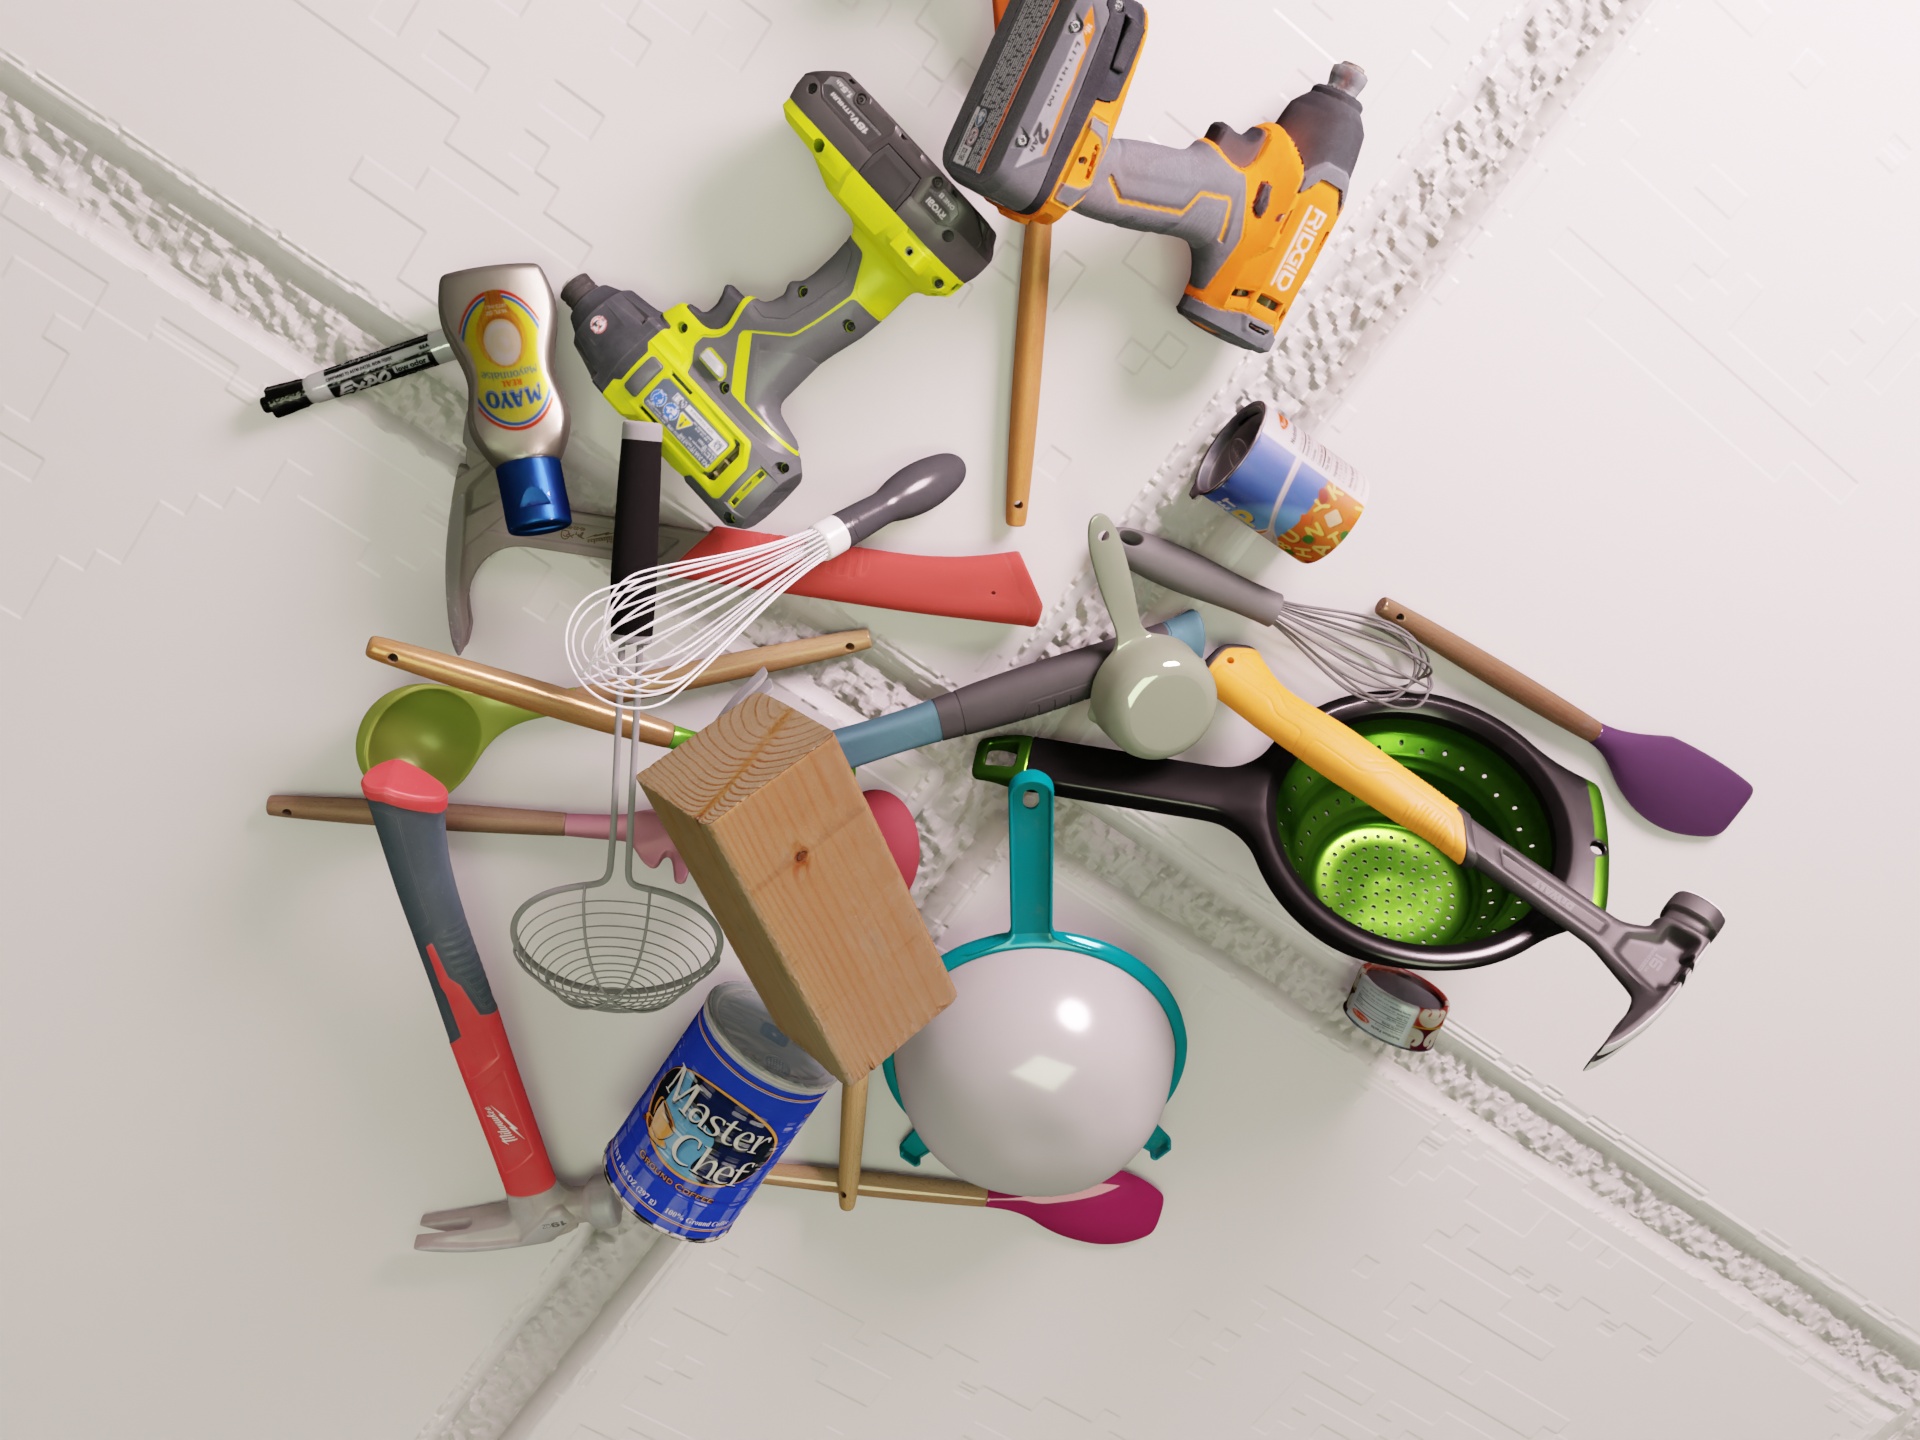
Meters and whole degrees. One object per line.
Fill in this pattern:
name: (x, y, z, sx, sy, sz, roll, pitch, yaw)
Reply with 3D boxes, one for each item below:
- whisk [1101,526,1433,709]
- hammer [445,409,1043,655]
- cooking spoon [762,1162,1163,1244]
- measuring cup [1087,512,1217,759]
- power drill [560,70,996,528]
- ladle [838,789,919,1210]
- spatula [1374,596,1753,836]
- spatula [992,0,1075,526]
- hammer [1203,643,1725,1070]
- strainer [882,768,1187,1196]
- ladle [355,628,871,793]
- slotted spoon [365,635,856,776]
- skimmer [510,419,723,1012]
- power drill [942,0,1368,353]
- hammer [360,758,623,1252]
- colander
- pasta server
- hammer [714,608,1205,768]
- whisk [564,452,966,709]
whisk: (0.197, -0.067, 1.008, 0.239, 0.055, 0.055, 23, 106, -8)
hammer: (-0.128, -0.089, 0.974, 0.359, 0.037, 0.149, 8, 109, -8)
cooking spoon: (-0.007, 0.343, 1.153, 0.319, 0.017, 0.068, 9, 111, -9)
measuring cup: (0.109, -0.048, 0.963, 0.083, 0.038, 0.167, -24, 122, -6)
power drill: (-0.106, -0.242, 0.891, 0.223, 0.080, 0.171, -43, 90, 13)
ladle: (-0.068, 0.197, 1.076, 0.069, 0.031, 0.315, 15, 112, 27)
spatula: (0.404, -0.002, 1.066, 0.315, 0.018, 0.059, 28, 106, -15)
spatula: (0.045, -0.268, 0.922, 0.081, 0.041, 0.322, 1, 111, -7)
hammer: (0.278, 0.062, 0.959, 0.127, 0.337, 0.034, -40, 155, -26)
strainer: (0.049, 0.196, 1.030, 0.211, 0.095, 0.340, -2, 122, 1)
ladle: (-0.211, -0.013, 0.985, 0.320, 0.062, 0.078, -12, 122, -4)
slotted spoon: (-0.201, 0.004, 0.965, 0.313, 0.031, 0.070, 19, 108, -26)
skimmer: (-0.196, 0.007, 0.937, 0.127, 0.090, 0.363, 4, 101, -8)
power drill: (0.120, -0.315, 0.867, 0.226, 0.084, 0.164, 16, 108, -34)
hammer: (-0.330, 0.197, 1.026, 0.143, 0.038, 0.386, -8, 121, -1)
colander: (0.204, 0.075, 1.034, 0.397, 0.205, 0.094, 9, 145, 8)
pasta server: (-0.281, 0.069, 1.017, 0.316, 0.040, 0.060, 4, 119, -6)
hammer: (-0.002, -0.003, 0.991, 0.331, 0.033, 0.128, -17, 118, -9)
whisk: (-0.098, -0.089, 0.900, 0.284, 0.070, 0.070, -34, 115, -32)
